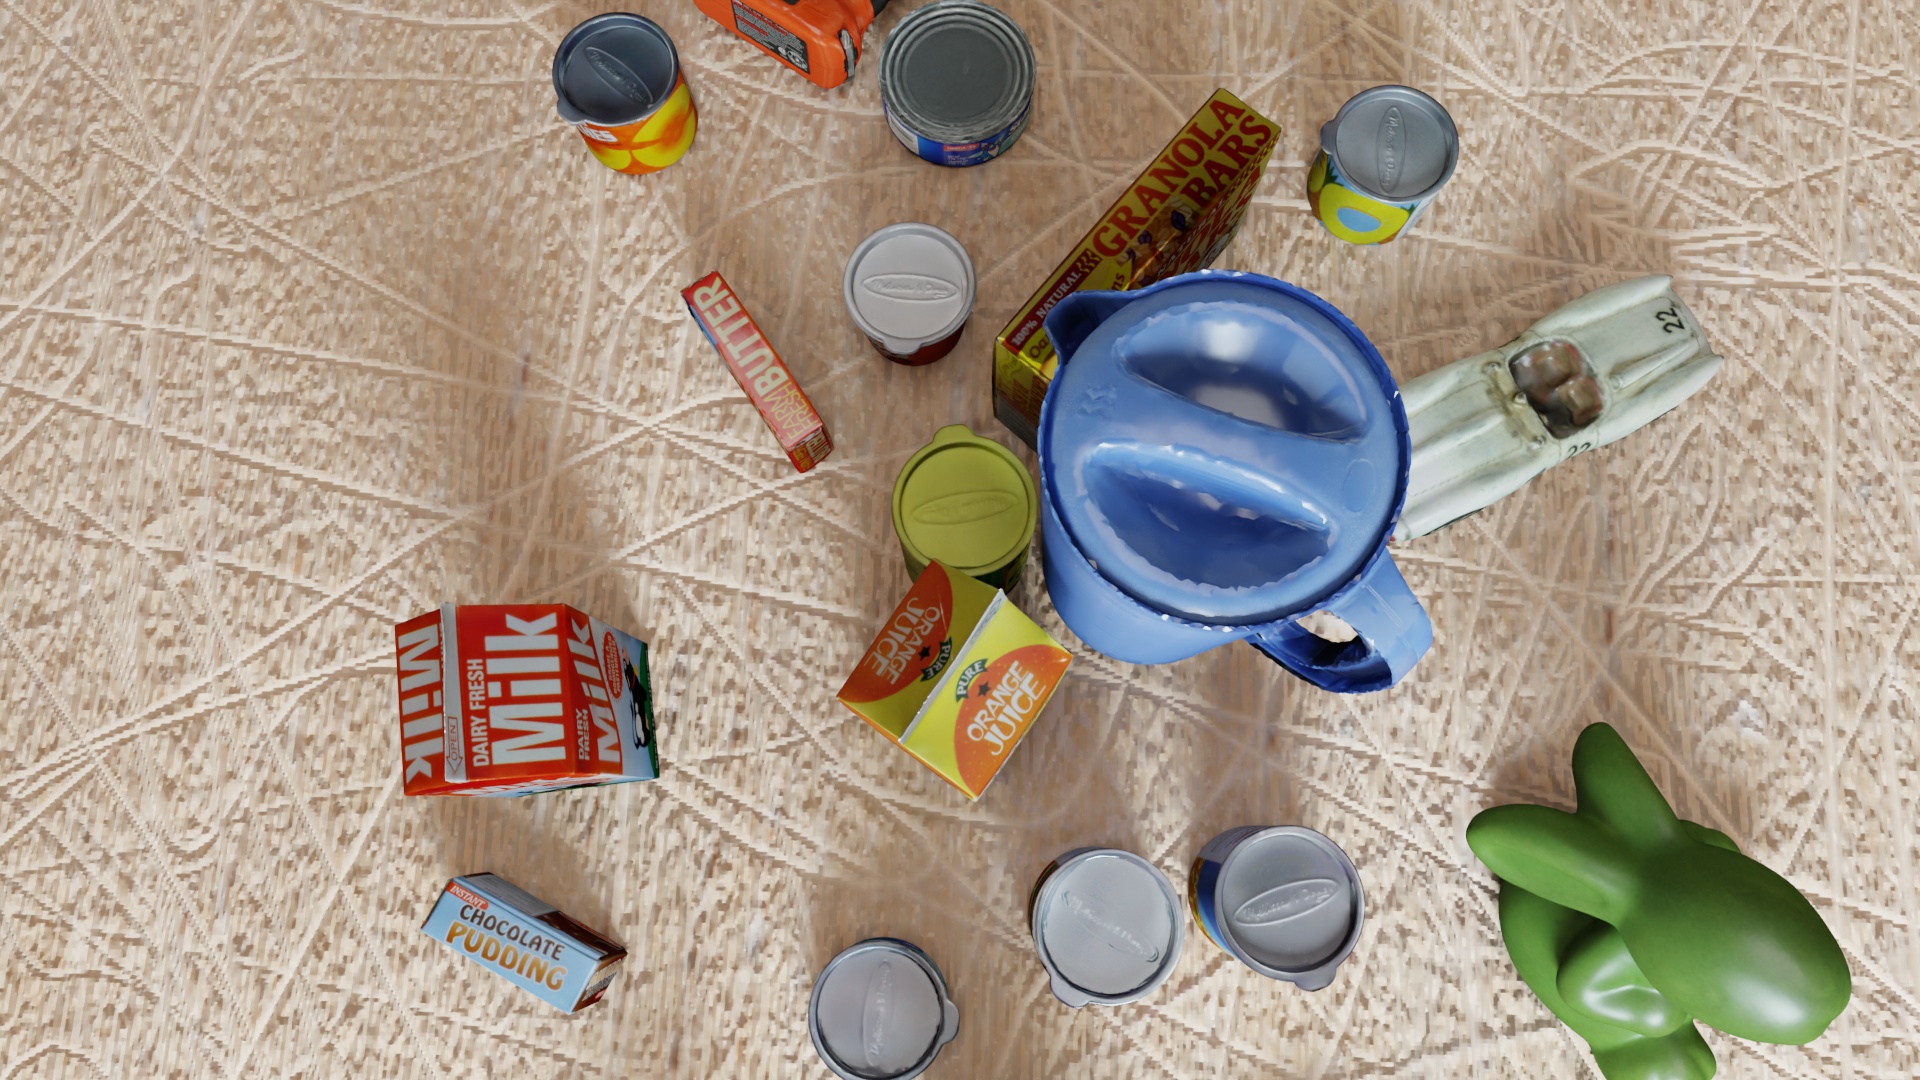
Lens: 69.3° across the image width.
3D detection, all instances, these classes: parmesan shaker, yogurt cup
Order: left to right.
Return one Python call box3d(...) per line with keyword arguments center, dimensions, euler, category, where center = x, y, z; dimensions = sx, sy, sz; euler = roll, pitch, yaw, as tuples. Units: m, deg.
box3d(center=(-0.025, -0.125, 0.725), dimensions=(0.072, 0.054, 0.072), euler=(0, 78, 1), category="yogurt cup")
box3d(center=(0.002, -0.008, 0.674), dimensions=(0.071, 0.103, 0.071), euler=(0, 78, 1), category="parmesan shaker")

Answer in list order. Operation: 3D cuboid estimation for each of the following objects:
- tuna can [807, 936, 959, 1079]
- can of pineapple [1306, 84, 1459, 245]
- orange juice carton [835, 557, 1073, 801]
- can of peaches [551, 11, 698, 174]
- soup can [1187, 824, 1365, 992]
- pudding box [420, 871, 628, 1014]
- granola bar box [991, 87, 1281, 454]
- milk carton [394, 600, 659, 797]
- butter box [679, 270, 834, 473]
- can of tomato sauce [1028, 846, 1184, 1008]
box3d(center=(-0.035, 0.224, 0.661), dimensions=(0.071, 0.032, 0.071), euler=(0, 78, 1), category="tuna can")
box3d(center=(0.220, -0.198, 0.735), dimensions=(0.071, 0.057, 0.071), euler=(0, 78, 1), category="can of pineapple")
box3d(center=(-0.002, 0.065, 0.613), dimensions=(0.073, 0.192, 0.072), euler=(35, 81, 7), category="orange juice carton")
box3d(center=(-0.181, -0.238, 0.749), dimensions=(0.071, 0.058, 0.071), euler=(0, 78, 1), category="can of peaches")
box3d(center=(0.145, 0.168, 0.645), dimensions=(0.071, 0.083, 0.071), euler=(0, 78, 1), category="soup can")
box3d(center=(-0.206, 0.190, 0.661), dimensions=(0.084, 0.049, 0.030), euler=(27, 80, 6), category="pudding box")
box3d(center=(0.082, -0.128, 0.688), dimensions=(0.039, 0.124, 0.166), euler=(40, 81, 8), category="granola bar box")
box3d(center=(-0.192, 0.074, 0.614), dimensions=(0.073, 0.190, 0.072), euler=(-7, 78, -1), category="milk carton")
box3d(center=(-0.104, -0.086, 0.718), dimensions=(0.024, 0.053, 0.103), euler=(-34, 80, -6), category="butter box")
box3d(center=(0.064, 0.178, 0.644), dimensions=(0.071, 0.083, 0.071), euler=(0, 78, 1), category="can of tomato sauce")
